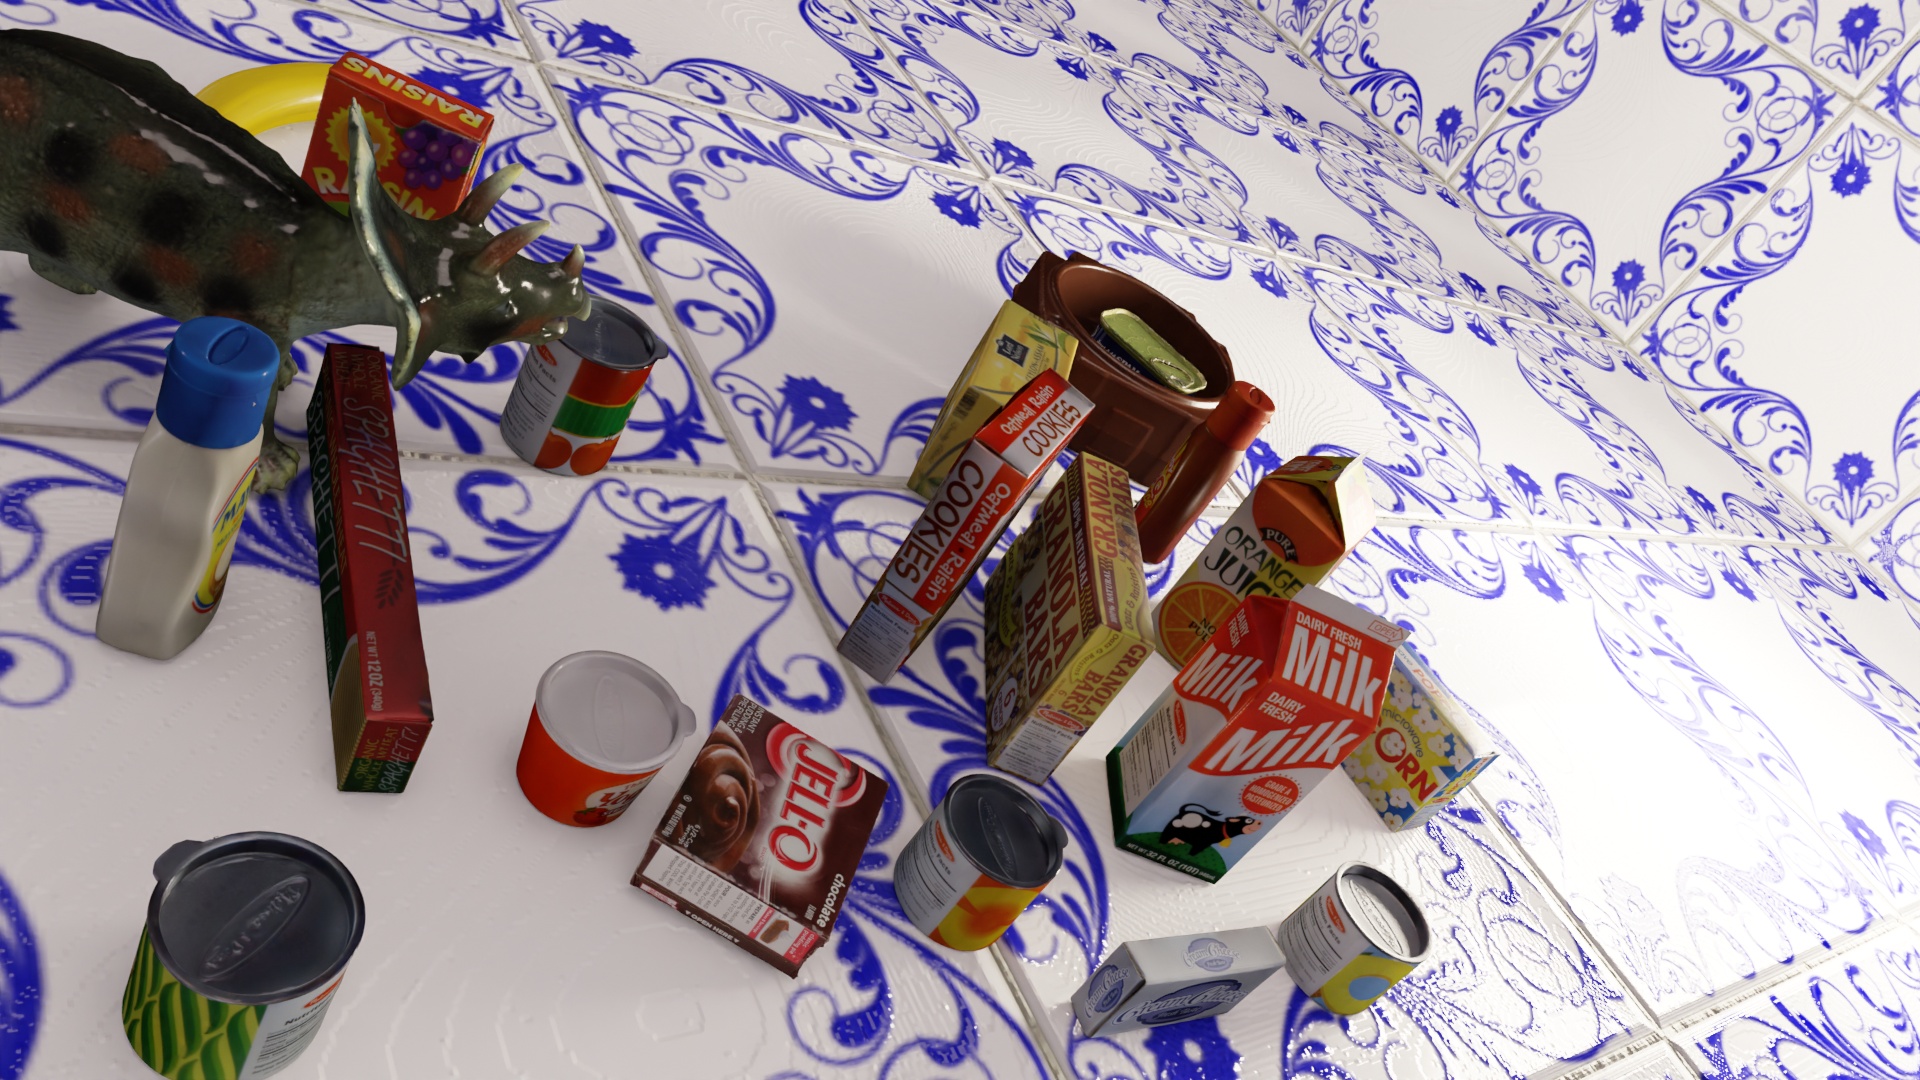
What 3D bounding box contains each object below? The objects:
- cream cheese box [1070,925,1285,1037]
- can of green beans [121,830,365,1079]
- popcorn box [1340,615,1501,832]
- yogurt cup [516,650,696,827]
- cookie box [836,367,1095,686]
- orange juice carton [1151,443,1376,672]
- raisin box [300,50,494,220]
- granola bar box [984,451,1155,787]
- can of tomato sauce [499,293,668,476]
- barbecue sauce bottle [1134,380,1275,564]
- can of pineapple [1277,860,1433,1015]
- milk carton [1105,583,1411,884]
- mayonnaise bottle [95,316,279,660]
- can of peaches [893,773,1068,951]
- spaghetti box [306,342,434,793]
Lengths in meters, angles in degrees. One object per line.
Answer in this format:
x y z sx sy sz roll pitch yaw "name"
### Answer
0.110 0.221 0.699 0.104 0.053 0.024 6 41 -37 "cream cheese box"
-0.246 0.144 0.477 0.071 0.057 0.071 24 33 -17 "can of green beans"
0.297 0.125 0.964 0.038 0.084 0.127 0 46 -43 "popcorn box"
-0.164 0.091 0.624 0.072 0.053 0.073 24 33 -17 "yogurt cup"
0.003 -0.010 0.802 0.040 0.166 0.123 36 32 3 "cookie box"
0.210 0.012 0.936 0.073 0.191 0.072 44 33 15 "orange juice carton"
-0.332 -0.205 0.803 0.086 0.122 0.040 23 34 -18 "raisin box"
0.059 0.042 0.824 0.039 0.123 0.166 24 33 -17 "granola bar box"
-0.215 -0.087 0.789 0.071 0.082 0.071 24 33 -17 "can of tomato sauce"
0.176 -0.051 1.031 0.043 0.147 0.065 33 32 -2 "barbecue sauce bottle"
0.225 0.227 0.791 0.071 0.057 0.071 24 33 -17 "can of pineapple"
0.164 0.101 0.778 0.072 0.189 0.074 24 33 -16 "milk carton"
-0.308 -0.021 0.556 0.041 0.147 0.065 23 33 -17 "mayonnaise bottle"
0.010 0.160 0.686 0.071 0.057 0.071 24 33 -17 "can of peaches"
-0.277 0.002 0.645 0.029 0.050 0.251 8 40 -35 "spaghetti box"
